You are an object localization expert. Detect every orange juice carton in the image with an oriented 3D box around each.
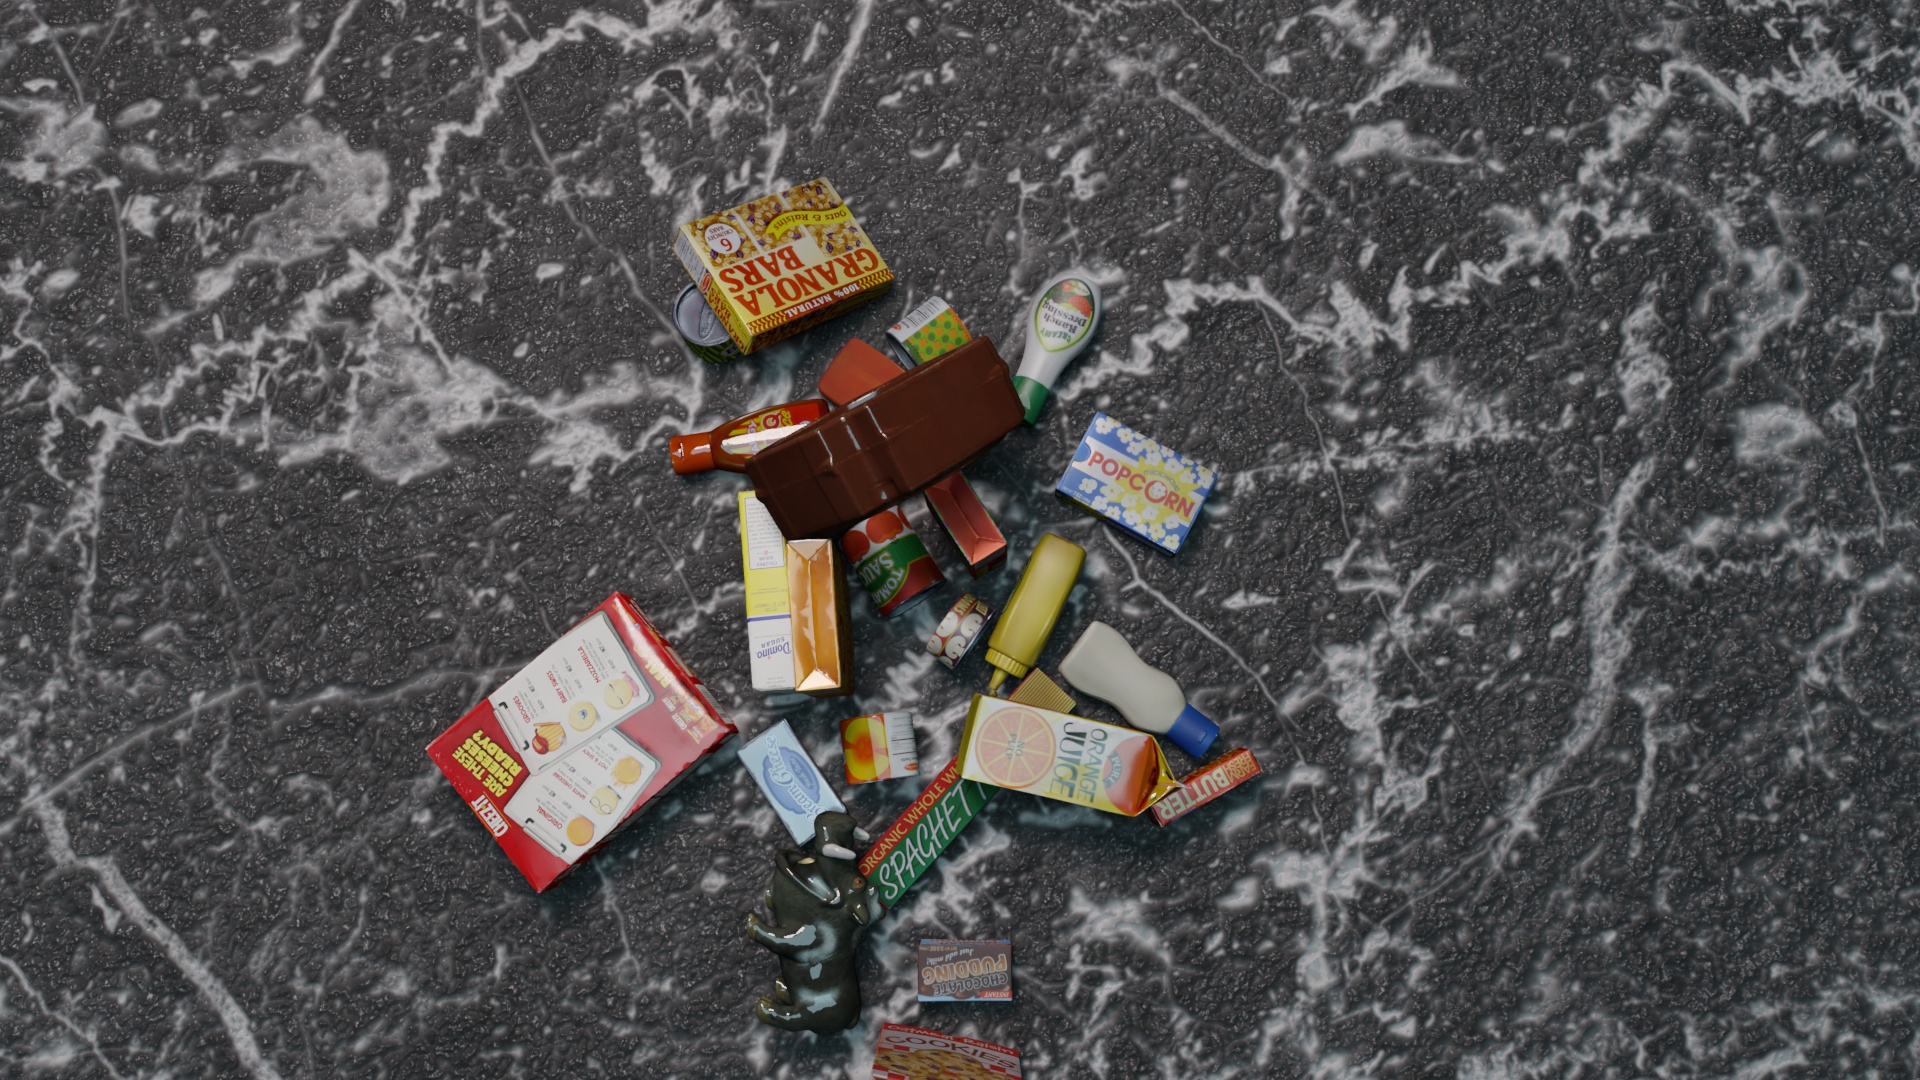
[{"bbox_3d":[0.099,0.188,1.199,0.193,0.071,0.073,13,84,-3],"label":"orange juice carton"}]

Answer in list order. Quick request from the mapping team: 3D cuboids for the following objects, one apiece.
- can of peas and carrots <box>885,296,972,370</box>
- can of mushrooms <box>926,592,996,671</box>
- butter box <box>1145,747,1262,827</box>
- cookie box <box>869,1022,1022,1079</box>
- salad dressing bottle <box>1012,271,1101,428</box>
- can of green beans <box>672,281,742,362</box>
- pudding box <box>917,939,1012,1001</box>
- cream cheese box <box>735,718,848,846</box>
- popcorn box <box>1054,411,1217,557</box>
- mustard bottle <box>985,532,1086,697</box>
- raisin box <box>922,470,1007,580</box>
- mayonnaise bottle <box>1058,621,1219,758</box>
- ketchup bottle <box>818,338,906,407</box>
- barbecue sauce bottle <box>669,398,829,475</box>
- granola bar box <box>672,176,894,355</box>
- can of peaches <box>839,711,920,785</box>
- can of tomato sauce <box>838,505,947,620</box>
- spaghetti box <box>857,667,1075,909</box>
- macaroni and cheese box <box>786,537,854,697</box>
[{"bbox_3d":[-0.026,-0.183,1.292,0.059,0.071,0.071,-38,83,-6],"label":"can of peas and carrots"},{"bbox_3d":[0.001,0.080,1.245,0.033,0.071,0.071,36,83,7],"label":"can of mushrooms"},{"bbox_3d":[0.213,0.218,1.230,0.103,0.053,0.024,-28,84,-4],"label":"butter box"},{"bbox_3d":[-0.012,0.443,1.135,0.123,0.167,0.040,12,84,2],"label":"cookie box"},{"bbox_3d":[0.083,-0.178,1.300,0.064,0.044,0.148,25,82,3],"label":"salad dressing bottle"},{"bbox_3d":[-0.231,-0.205,1.297,0.071,0.057,0.071,0,81,0],"label":"can of green beans"},{"bbox_3d":[0.004,0.376,1.215,0.084,0.030,0.050,0,82,0],"label":"pudding box"},{"bbox_3d":[-0.151,0.216,1.244,0.053,0.024,0.104,-35,82,-5],"label":"cream cheese box"},{"bbox_3d":[0.162,-0.051,1.282,0.127,0.038,0.085,28,83,4],"label":"popcorn box"},{"bbox_3d":[0.060,0.072,1.250,0.049,0.065,0.160,27,86,6],"label":"mustard bottle"},{"bbox_3d":[0.004,-0.015,1.233,0.040,0.123,0.086,-33,82,-3],"label":"raisin box"},{"bbox_3d":[0.163,0.138,1.250,0.148,0.041,0.065,37,84,5],"label":"mayonnaise bottle"},{"bbox_3d":[-0.056,-0.123,1.291,0.149,0.043,0.065,35,86,5],"label":"ketchup bottle"},{"bbox_3d":[-0.192,-0.089,1.286,0.149,0.043,0.065,-9,82,-1],"label":"barbecue sauce bottle"},{"bbox_3d":[-0.162,-0.255,1.280,0.166,0.039,0.124,-29,81,-33],"label":"granola bar box"},{"bbox_3d":[-0.074,0.184,1.229,0.071,0.071,0.058,-8,81,-1],"label":"can of peaches"},{"bbox_3d":[-0.063,0.020,1.254,0.071,0.071,0.083,-32,82,-5],"label":"can of tomato sauce"},{"bbox_3d":[0.003,0.221,1.242,0.050,0.028,0.250,42,83,7],"label":"spaghetti box"},{"bbox_3d":[-0.118,0.072,1.197,0.040,0.166,0.124,-4,81,-1],"label":"macaroni and cheese box"}]
